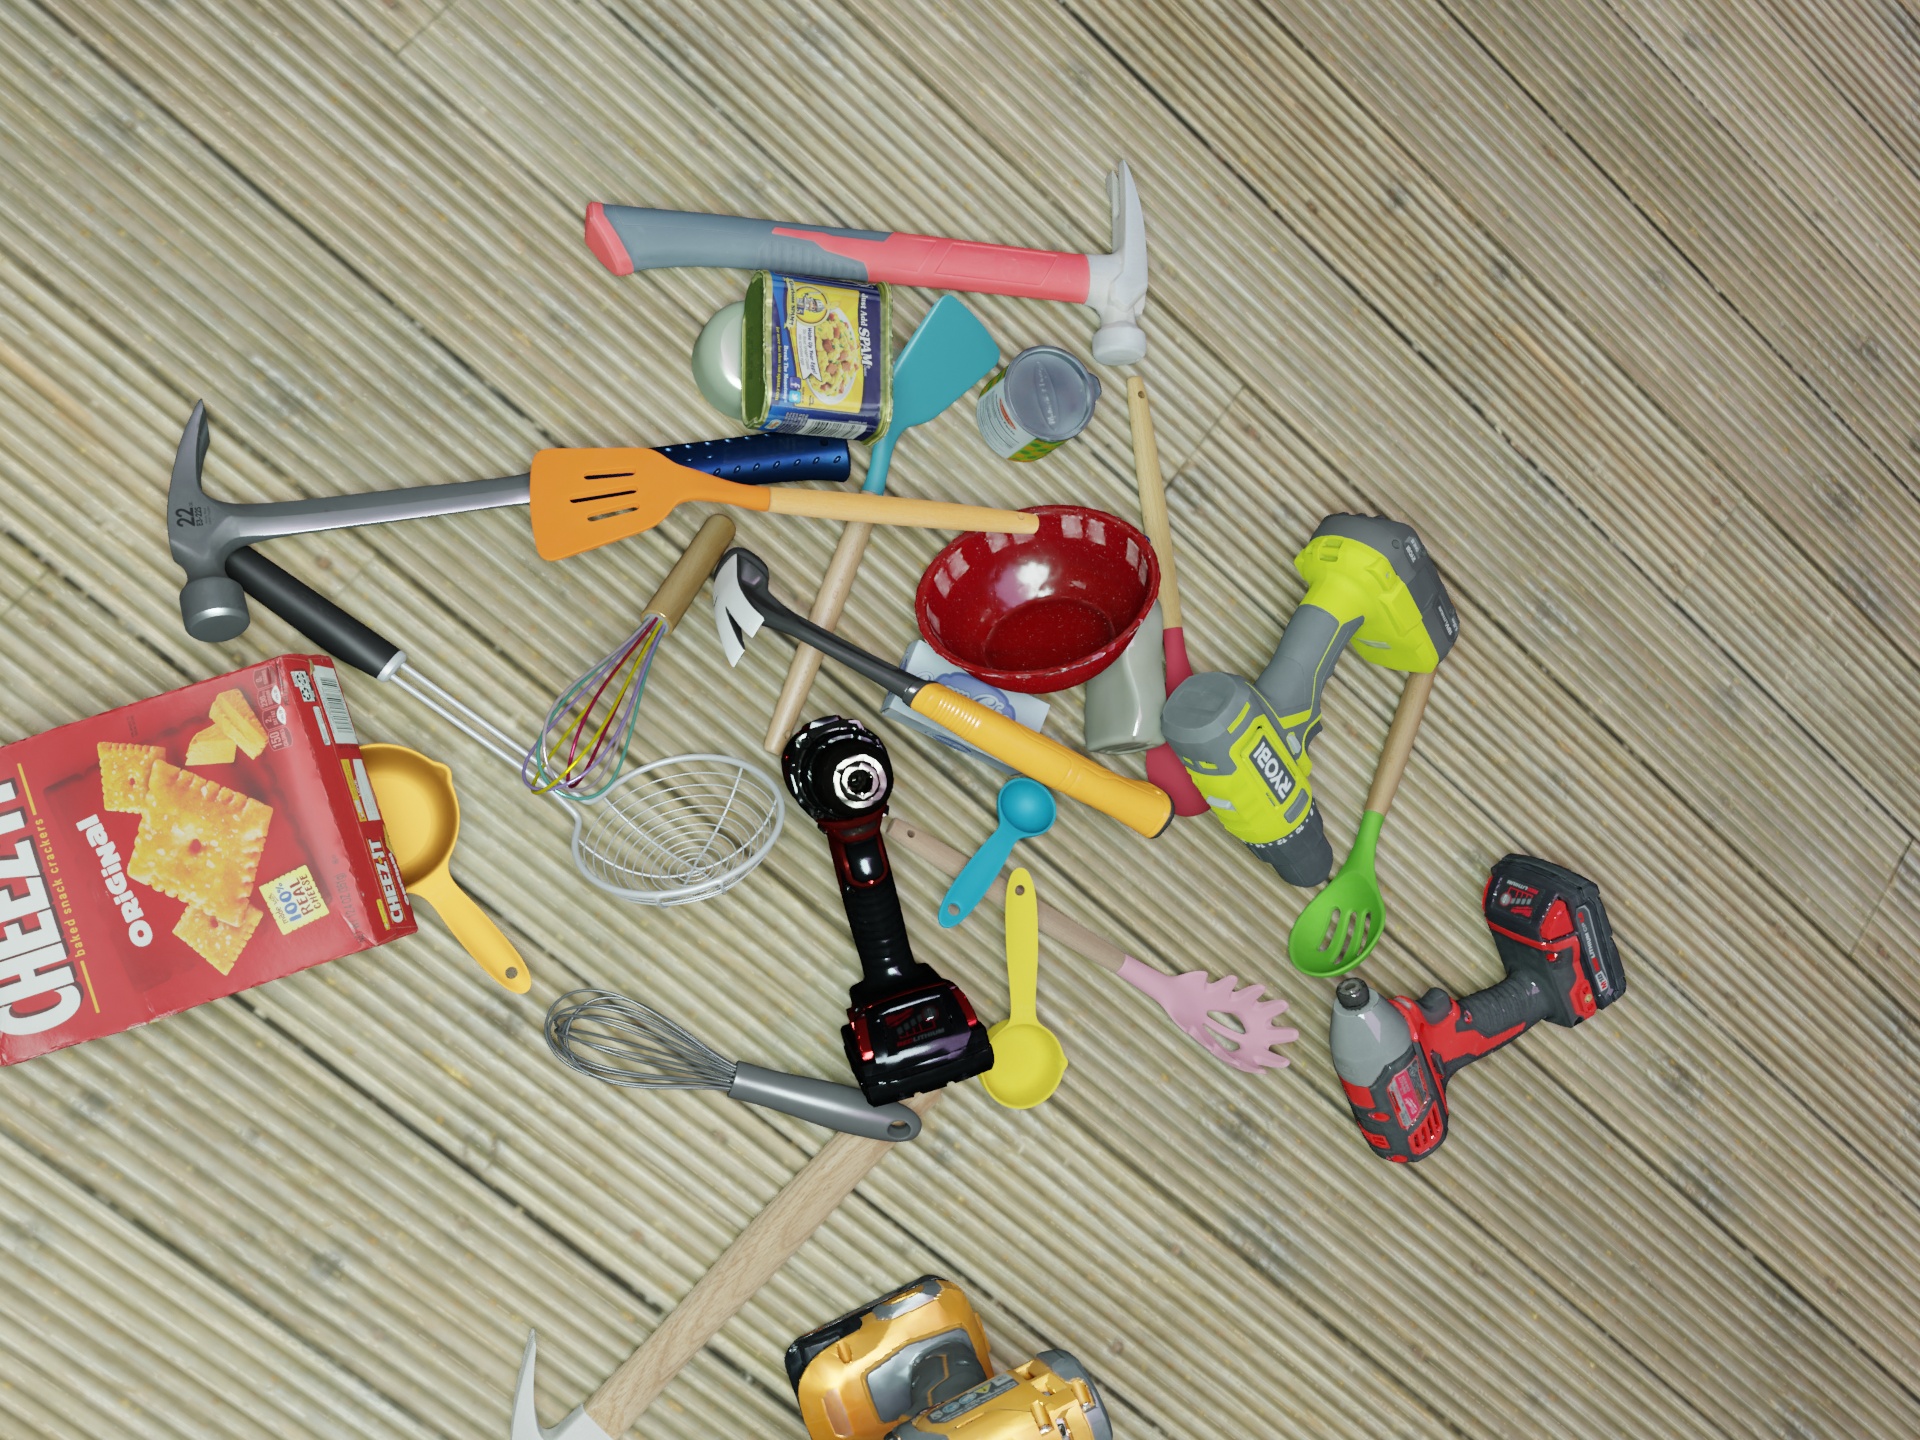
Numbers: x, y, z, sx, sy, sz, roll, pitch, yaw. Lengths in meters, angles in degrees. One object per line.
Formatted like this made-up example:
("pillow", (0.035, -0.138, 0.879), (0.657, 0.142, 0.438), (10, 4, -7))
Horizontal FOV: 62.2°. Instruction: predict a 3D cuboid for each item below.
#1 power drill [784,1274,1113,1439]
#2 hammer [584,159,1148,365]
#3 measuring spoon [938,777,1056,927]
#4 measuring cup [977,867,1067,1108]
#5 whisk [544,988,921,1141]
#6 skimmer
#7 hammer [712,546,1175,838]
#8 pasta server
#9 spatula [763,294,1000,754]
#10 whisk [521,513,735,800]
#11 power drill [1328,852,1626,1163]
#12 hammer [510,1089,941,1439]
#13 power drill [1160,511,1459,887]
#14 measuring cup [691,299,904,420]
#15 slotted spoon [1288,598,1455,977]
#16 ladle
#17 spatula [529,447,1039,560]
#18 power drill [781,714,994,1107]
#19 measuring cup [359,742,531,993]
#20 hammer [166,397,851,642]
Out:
("power drill", (-0.037, 0.400, 0.895), (0.185, 0.226, 0.084), (-20, 90, -19))
("hammer", (-0.055, -0.328, 1.074), (0.386, 0.038, 0.143), (1, 82, -19))
("measuring spoon", (0.019, 0.090, 1.046), (0.042, 0.021, 0.129), (38, 58, 1))
("measuring cup", (0.037, 0.174, 1.044), (0.062, 0.029, 0.156), (0, 89, -16))
("whisk", (-0.136, 0.215, 0.967), (0.239, 0.055, 0.055), (18, 78, -10))
("skimmer", (-0.274, -0.012, 0.937), (0.363, 0.090, 0.127), (36, 42, -9))
("hammer", (-0.002, -0.003, 0.996), (0.336, 0.127, 0.034), (27, 107, -21))
("pasta server", (0.088, 0.148, 1.068), (0.316, 0.040, 0.060), (32, 62, -11))
("spatula", (-0.060, -0.124, 1.044), (0.082, 0.044, 0.317), (35, 73, -56))
("whisk", (-0.188, -0.044, 0.947), (0.051, 0.047, 0.245), (26, 49, -2))
("power drill", (0.353, 0.195, 1.117), (0.219, 0.079, 0.143), (-33, 113, -17))
("hammer", (-0.137, 0.337, 0.973), (0.331, 0.031, 0.130), (-45, 99, -18))
("power drill", (0.250, -0.012, 1.104), (0.228, 0.080, 0.190), (-52, 126, -18))
("measuring cup", (-0.092, -0.240, 1.050), (0.167, 0.038, 0.083), (-5, 85, -17))
("slotted spoon", (0.309, 0.046, 1.150), (0.031, 0.070, 0.314), (38, 66, -36))
("ladle", (0.146, -0.090, 1.122), (0.069, 0.031, 0.315), (-6, 84, -22))
("spatula", (-0.100, -0.130, 0.989), (0.322, 0.041, 0.081), (2, 60, -25))
("power drill", (-0.049, 0.107, 0.947), (0.080, 0.188, 0.226), (-16, 94, -10))
("measuring cup", (-0.312, 0.092, 0.933), (0.095, 0.052, 0.173), (-41, 99, -18))
("hammer", (-0.264, -0.147, 0.972), (0.405, 0.035, 0.144), (-12, 68, -23))
